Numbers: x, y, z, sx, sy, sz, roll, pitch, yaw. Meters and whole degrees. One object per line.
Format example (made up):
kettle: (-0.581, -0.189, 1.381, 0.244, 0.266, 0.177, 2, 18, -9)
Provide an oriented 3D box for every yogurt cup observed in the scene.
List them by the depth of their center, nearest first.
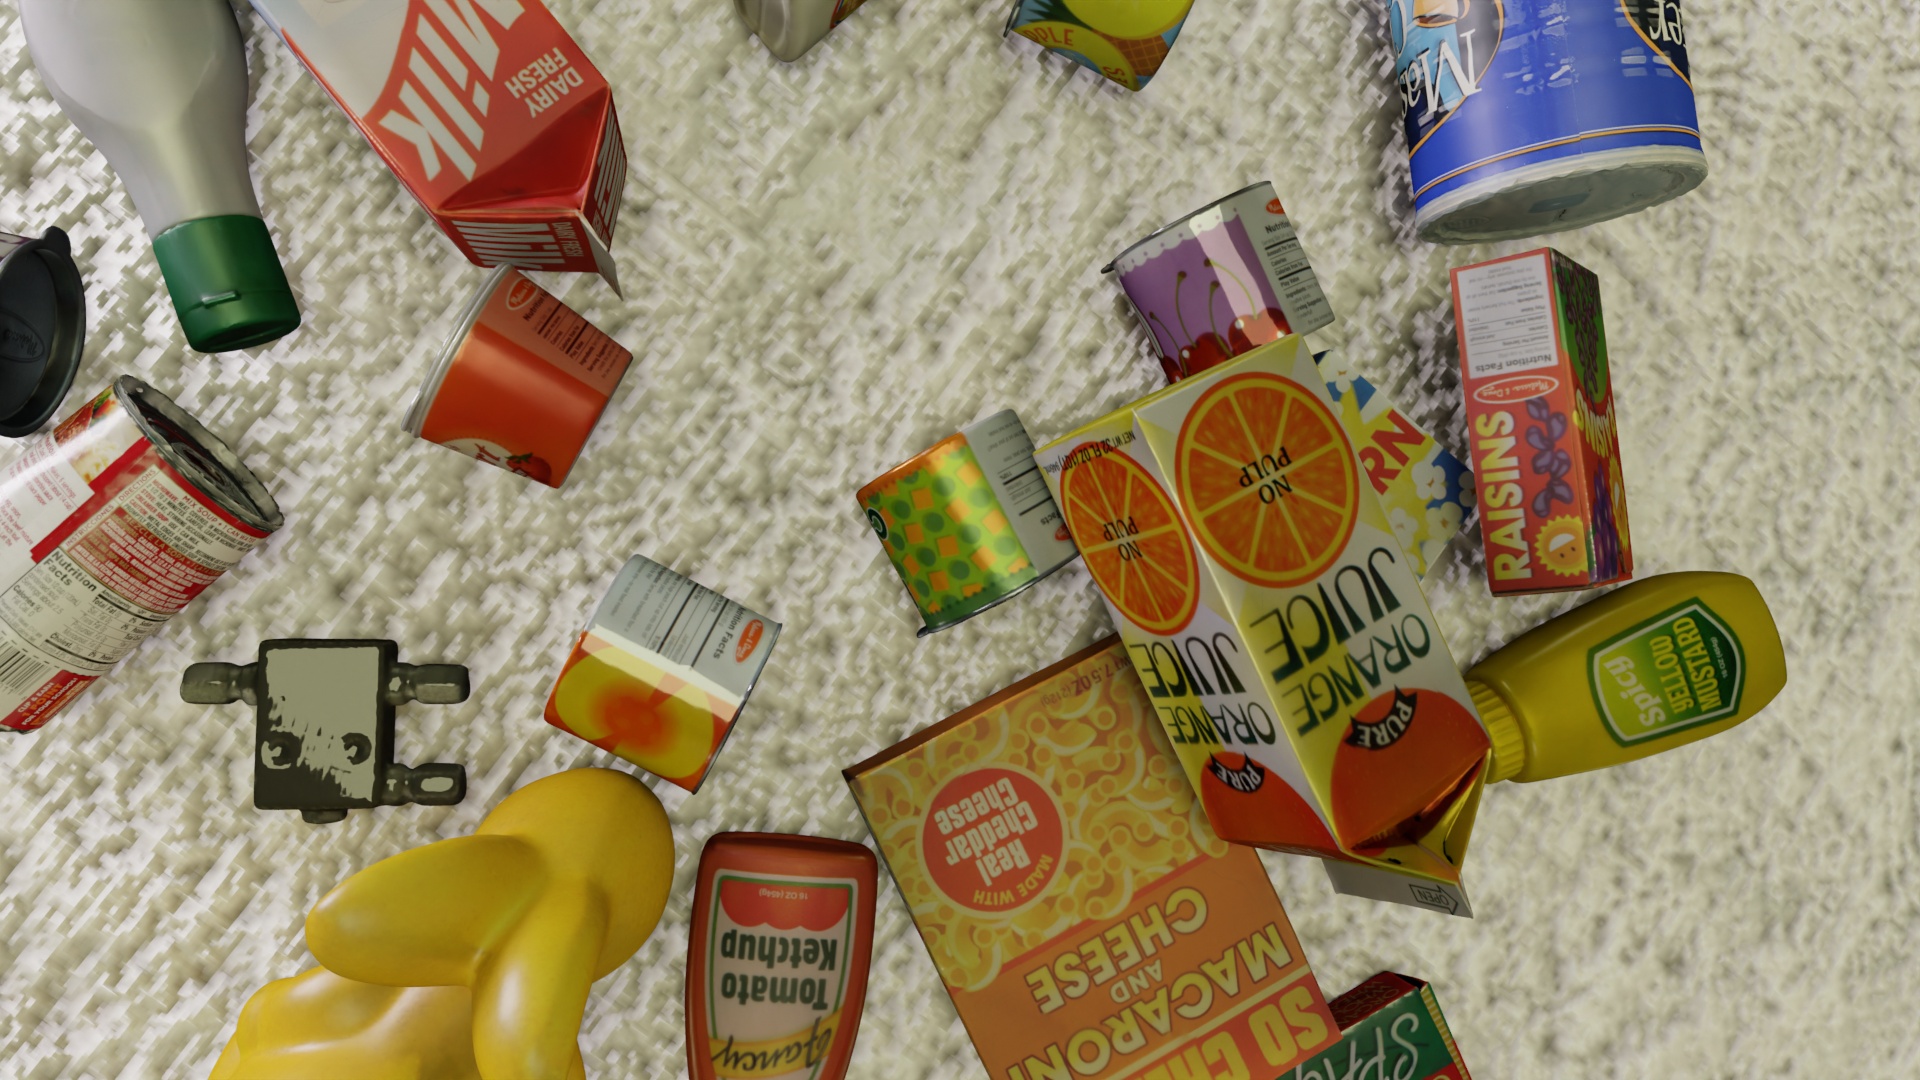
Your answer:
yogurt cup: (-0.150, -0.054, 0.480, 0.054, 0.072, 0.072, 29, 83, -15)

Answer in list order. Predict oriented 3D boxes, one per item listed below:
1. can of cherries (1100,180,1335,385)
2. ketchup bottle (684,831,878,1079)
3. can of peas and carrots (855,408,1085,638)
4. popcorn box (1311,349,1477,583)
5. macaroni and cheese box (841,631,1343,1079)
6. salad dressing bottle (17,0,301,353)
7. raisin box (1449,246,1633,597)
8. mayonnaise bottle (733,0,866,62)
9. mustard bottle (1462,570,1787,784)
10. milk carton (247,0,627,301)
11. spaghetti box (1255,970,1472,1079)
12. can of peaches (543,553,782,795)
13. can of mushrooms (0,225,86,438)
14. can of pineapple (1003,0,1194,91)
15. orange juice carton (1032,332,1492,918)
can of cherries: (0.096, -0.093, 0.523, 0.071, 0.071, 0.058, -27, 93, -10)
ketchup bottle: (-0.067, 0.180, 0.489, 0.065, 0.043, 0.149, 6, 86, -5)
can of peas and carrots: (0.002, -0.006, 0.501, 0.071, 0.071, 0.058, -29, 91, -10)
popcorn box: (0.130, 0.002, 0.534, 0.085, 0.038, 0.127, 40, 81, -5)
macaroni and cheese box: (0.048, 0.133, 0.512, 0.124, 0.040, 0.166, -26, 91, -10)
salad dressing bottle: (-0.269, -0.139, 0.475, 0.064, 0.044, 0.147, -20, 91, -12)
raisin box: (0.224, -0.043, 0.530, 0.040, 0.086, 0.123, -7, 87, 34)
mayonnaise bottle: (-0.019, -0.241, 0.514, 0.148, 0.064, 0.041, -43, 92, -13)
mustard bottle: (0.241, 0.061, 0.544, 0.160, 0.048, 0.065, -20, 89, -10)
milk carton: (-0.179, -0.164, 0.476, 0.073, 0.072, 0.190, -40, 92, -9)
spaghetti box: (0.075, 0.242, 0.516, 0.250, 0.028, 0.050, -26, 91, -10)
can of peaches: (-0.103, 0.047, 0.480, 0.058, 0.071, 0.071, 28, 83, -7)
can of mushrooms: (-0.317, -0.071, 0.451, 0.033, 0.071, 0.071, 12, 85, -7)
can of pineapple: (0.056, -0.209, 0.522, 0.058, 0.071, 0.071, 24, 83, -8)
orange juice carton: (0.107, 0.037, 0.464, 0.073, 0.071, 0.192, -27, 92, -25)
